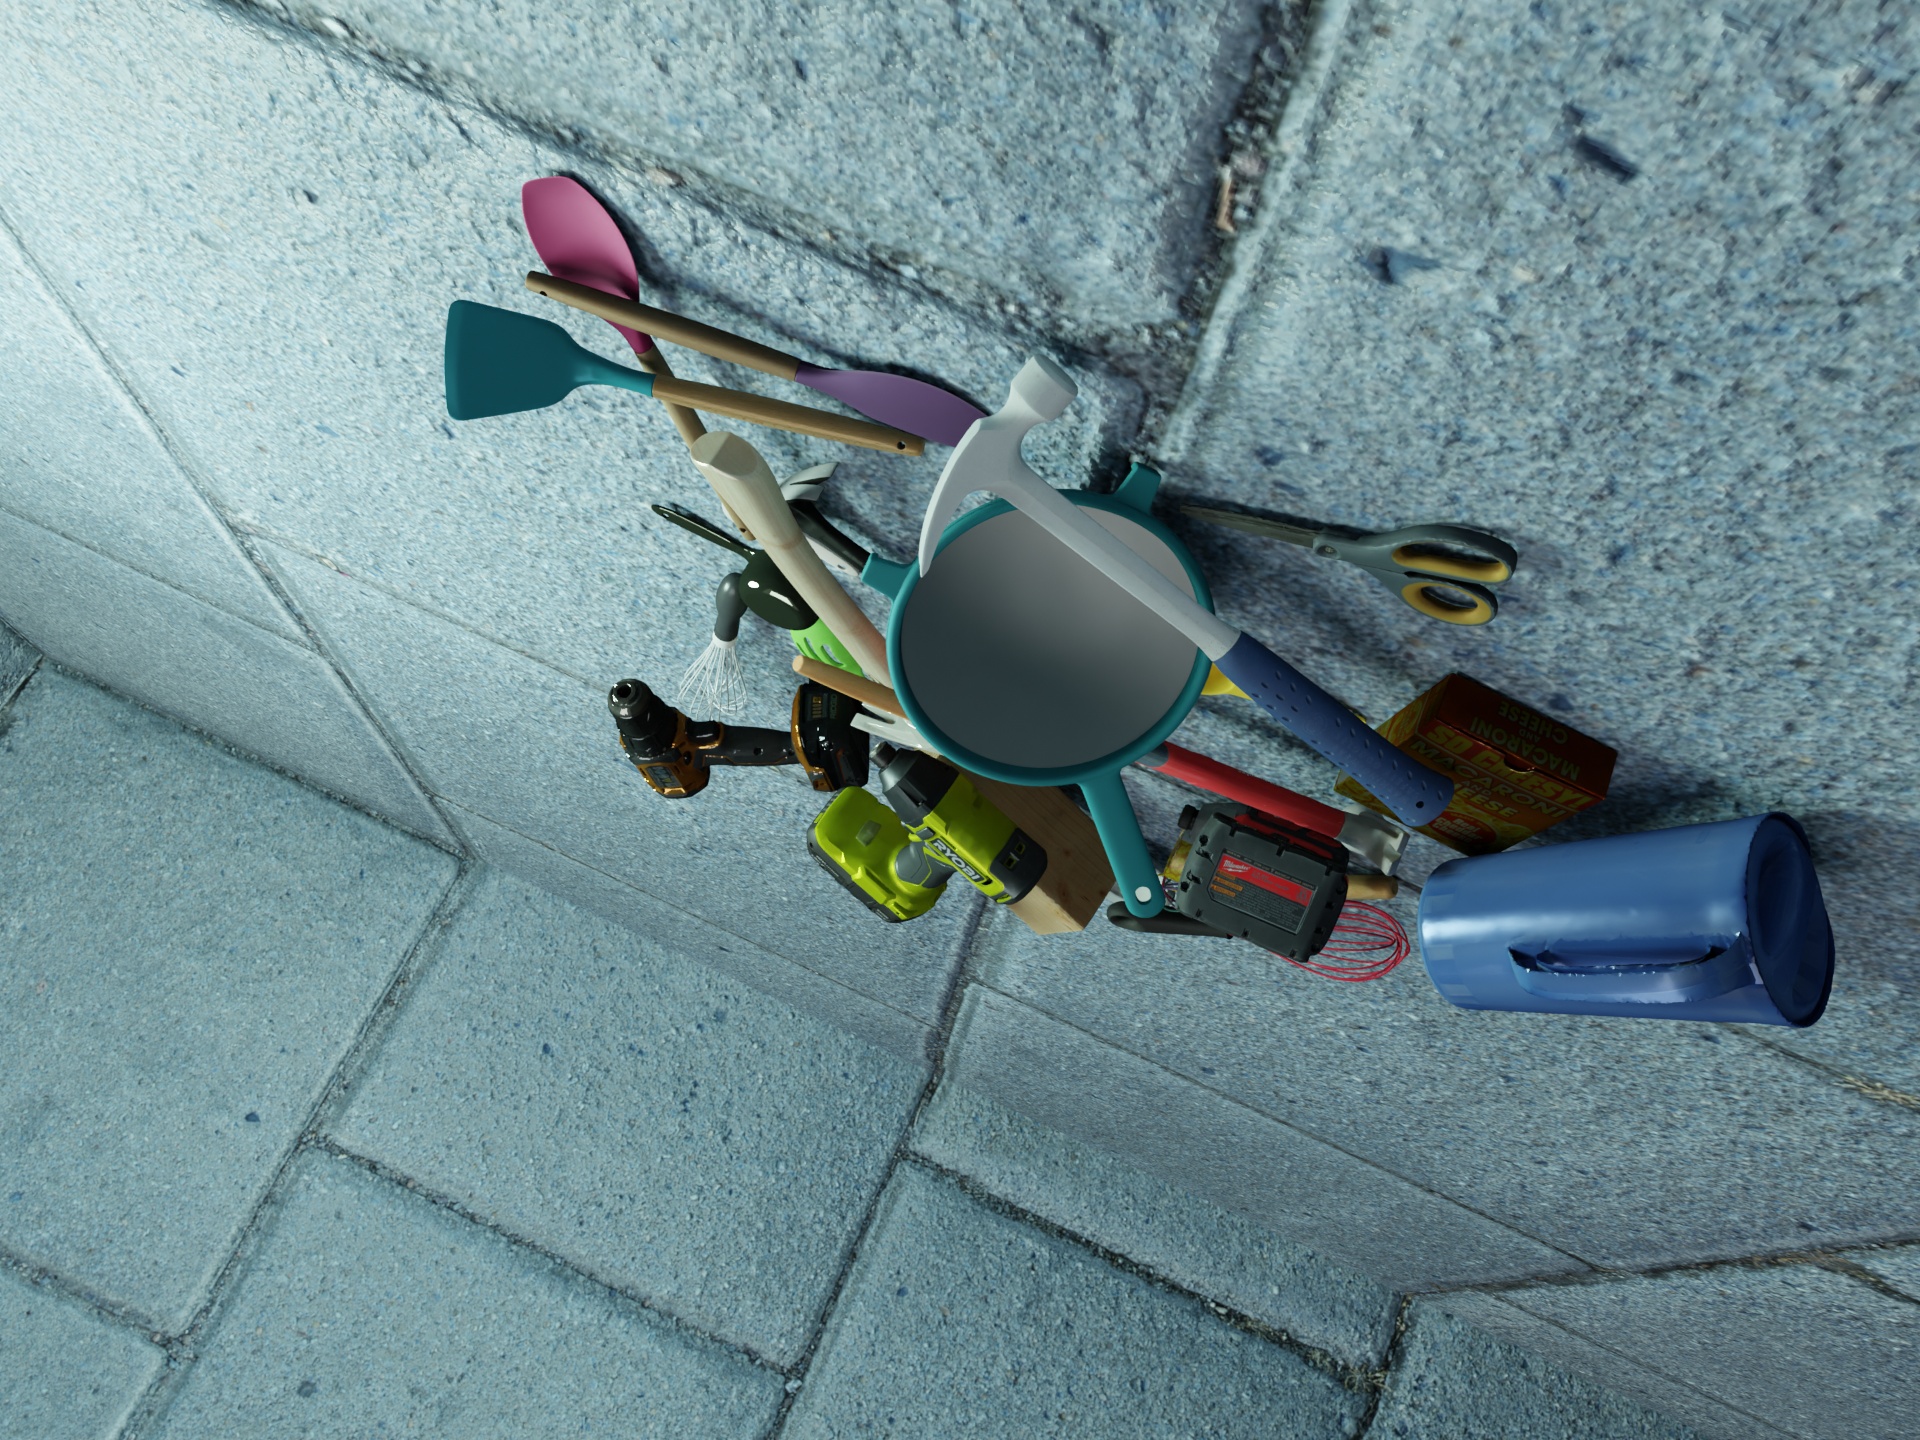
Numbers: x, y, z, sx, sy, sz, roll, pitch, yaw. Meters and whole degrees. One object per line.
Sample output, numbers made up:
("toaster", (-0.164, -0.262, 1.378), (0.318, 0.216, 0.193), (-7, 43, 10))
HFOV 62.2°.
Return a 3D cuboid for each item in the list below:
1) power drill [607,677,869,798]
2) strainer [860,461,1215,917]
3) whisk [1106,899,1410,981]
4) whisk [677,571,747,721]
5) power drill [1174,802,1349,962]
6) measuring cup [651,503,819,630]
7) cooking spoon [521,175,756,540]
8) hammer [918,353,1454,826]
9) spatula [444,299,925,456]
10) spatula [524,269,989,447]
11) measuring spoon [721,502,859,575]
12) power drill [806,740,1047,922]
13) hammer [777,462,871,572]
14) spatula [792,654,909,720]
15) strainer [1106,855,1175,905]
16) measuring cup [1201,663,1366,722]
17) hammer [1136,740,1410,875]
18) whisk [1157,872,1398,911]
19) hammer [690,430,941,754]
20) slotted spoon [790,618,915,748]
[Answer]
("power drill", (-0.211, 0.009, 1.497), (0.226, 0.084, 0.185), (-4, 153, 7))
("strainer", (0.077, -0.017, 1.079), (0.211, 0.095, 0.340), (-18, 120, 7))
("whisk", (0.268, 0.194, 1.472), (0.296, 0.073, 0.073), (3, 149, 32))
("whisk", (-0.222, -0.065, 1.487), (0.070, 0.070, 0.284), (27, 154, -2))
("power drill", (0.234, 0.112, 1.252), (0.143, 0.078, 0.219), (22, -171, 10))
("measuring cup", (-0.189, -0.127, 1.325), (0.167, 0.038, 0.083), (28, 159, -10))
("cooking spoon", (-0.205, -0.235, 1.084), (0.069, 0.017, 0.318), (2, 143, 23))
("hammer", (0.153, -0.049, 0.989), (0.405, 0.035, 0.144), (35, 112, -21))
("spatula", (-0.180, -0.211, 1.052), (0.317, 0.044, 0.082), (13, 118, 2))
("spatula", (-0.127, -0.233, 1.015), (0.316, 0.018, 0.059), (19, 157, 1))
("measuring spoon", (-0.136, -0.142, 1.259), (0.124, 0.018, 0.034), (30, 158, -12))
("power drill", (-0.042, 0.097, 1.377), (0.171, 0.080, 0.223), (42, 152, -10))
("hammer", (-0.009, -0.081, 1.237), (0.336, 0.034, 0.127), (35, 158, -22))
("spatula", (-0.002, -0.004, 1.245), (0.322, 0.041, 0.081), (22, -172, -42))
("strainer", (0.153, 0.112, 1.492), (0.087, 0.050, 0.258), (8, 147, 22))
("measuring cup", (0.216, -0.029, 1.128), (0.156, 0.029, 0.062), (16, 159, -6))
("hammer", (0.145, 0.025, 1.192), (0.386, 0.038, 0.143), (21, -174, 3))
("whisk", (0.273, 0.148, 1.420), (0.245, 0.051, 0.047), (-5, 124, 42))
("hammer", (-0.102, -0.086, 1.240), (0.146, 0.038, 0.410), (16, 158, 32))
("slotted spoon", (-0.063, -0.008, 1.479), (0.070, 0.031, 0.313), (5, 152, 37))
